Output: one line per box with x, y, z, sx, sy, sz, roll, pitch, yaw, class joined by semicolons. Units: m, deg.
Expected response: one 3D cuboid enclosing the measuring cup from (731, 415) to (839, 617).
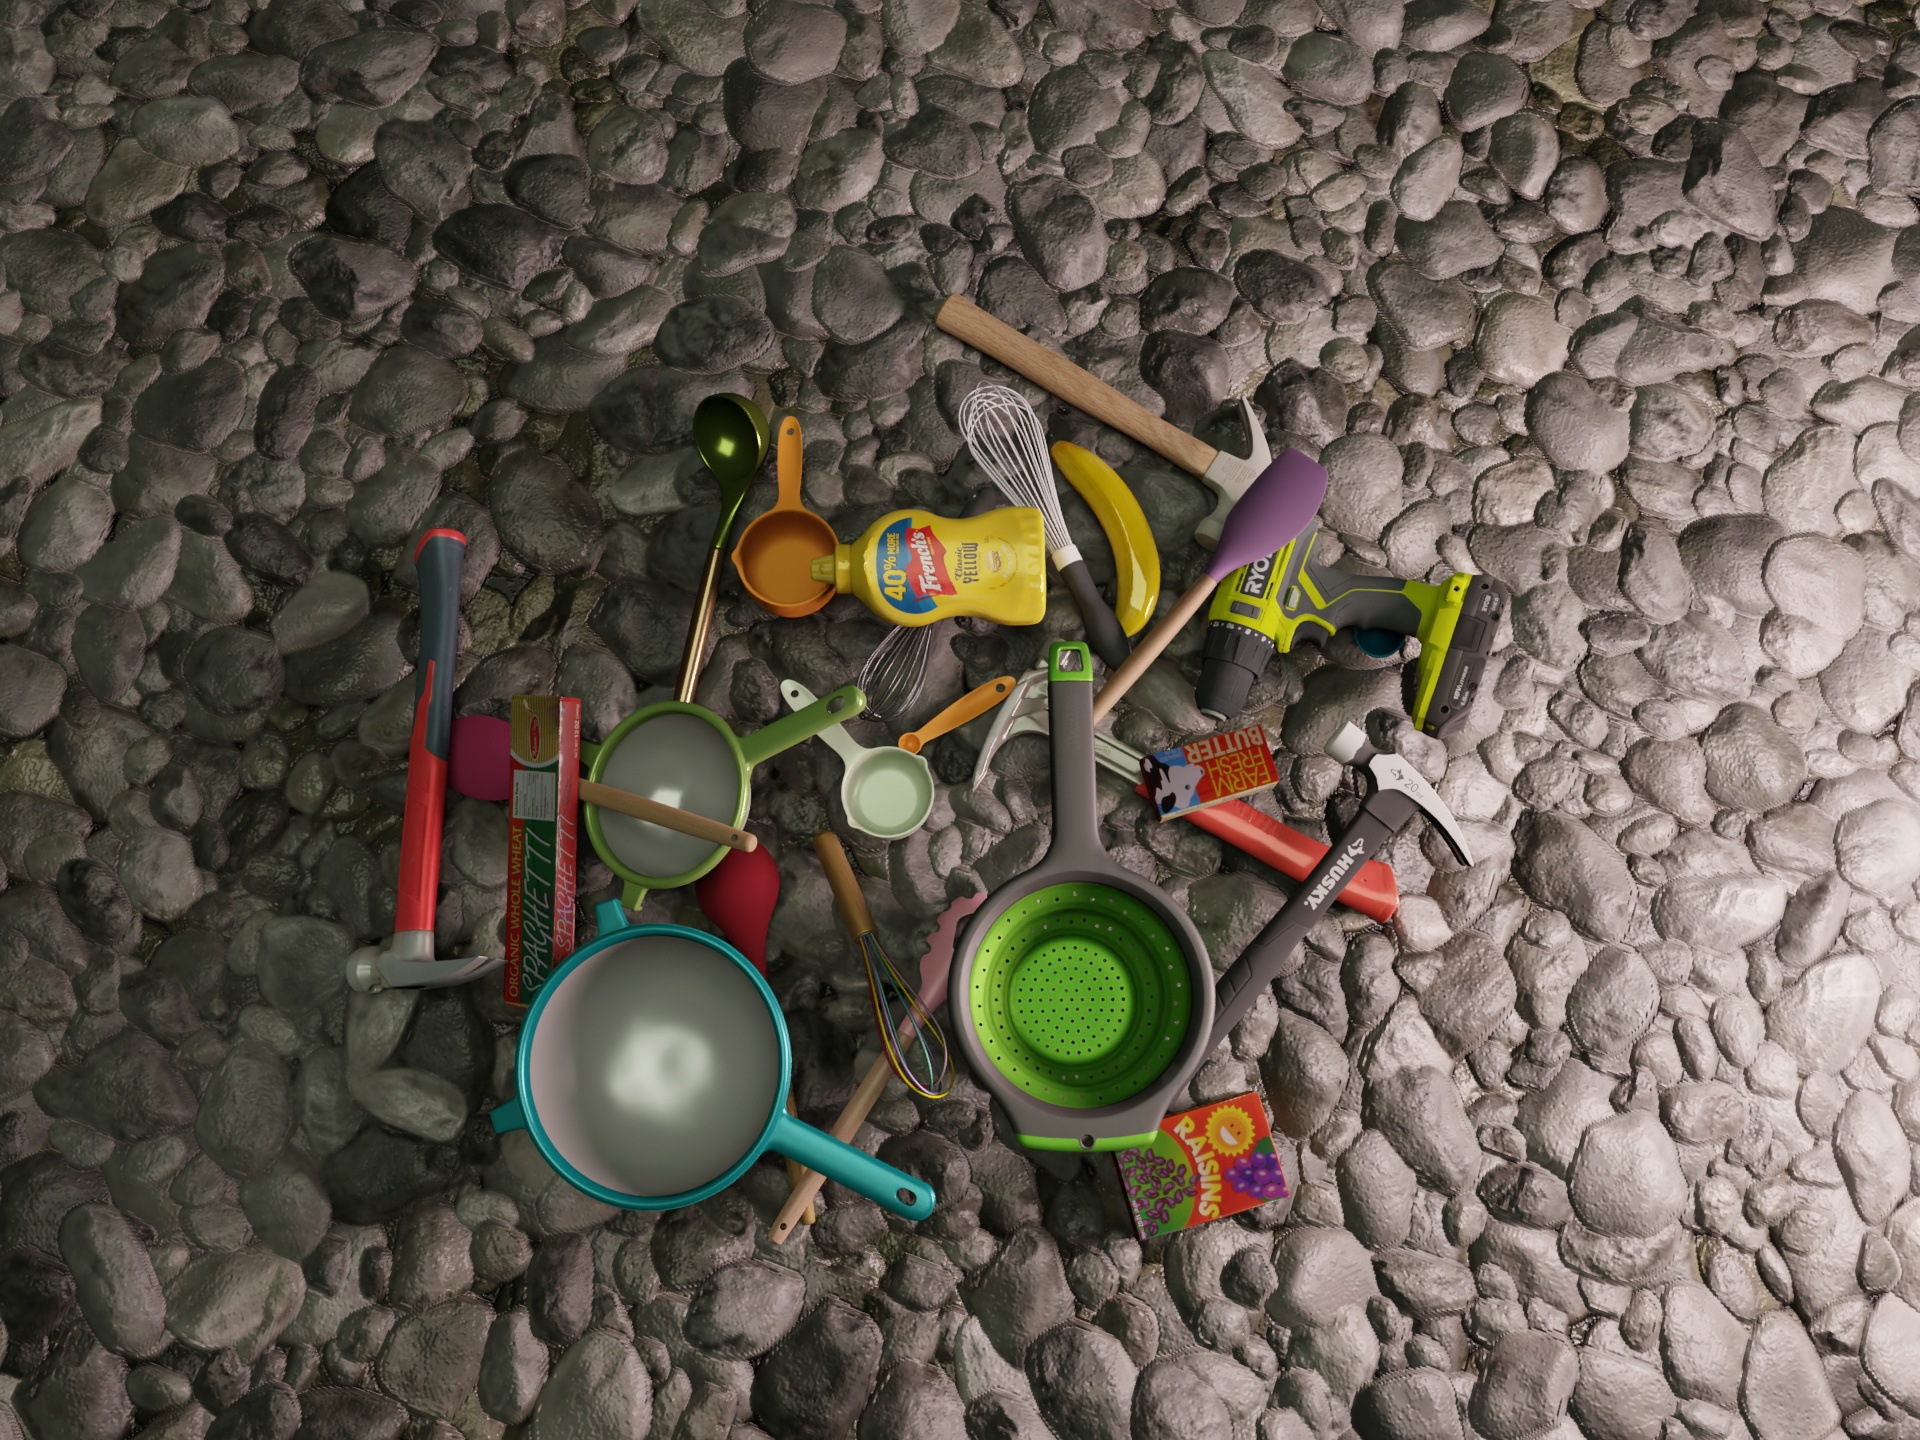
-0.145;-0.172;1.364;0.095;0.052;0.174;-1;74;-1;measuring cup

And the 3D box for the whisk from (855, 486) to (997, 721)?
-0.025;-0.100;1.351;0.055;0.055;0.239;25;73;5;whisk

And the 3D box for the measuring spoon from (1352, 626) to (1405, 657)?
0.327;-0.099;1.374;0.129;0.021;0.042;40;88;18;measuring spoon

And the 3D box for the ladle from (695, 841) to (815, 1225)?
-0.155;0.244;1.274;0.069;0.031;0.315;-13;78;-3;ladle

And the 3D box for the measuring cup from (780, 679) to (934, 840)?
-0.090;0.030;1.322;0.083;0.038;0.168;-42;78;-10;measuring cup

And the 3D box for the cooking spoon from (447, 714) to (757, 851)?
-0.299;0.056;1.272;0.319;0.017;0.069;15;80;23;cooking spoon

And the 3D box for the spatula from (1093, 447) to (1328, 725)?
0.191;-0.097;1.311;0.060;0.018;0.316;41;87;19;spatula

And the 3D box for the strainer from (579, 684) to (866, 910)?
-0.179;0.040;1.278;0.256;0.069;0.152;-27;71;13;strainer

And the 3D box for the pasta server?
-0.058;0.272;1.260;0.060;0.040;0.316;32;78;7;pasta server

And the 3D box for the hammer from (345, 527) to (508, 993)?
-0.421;0.023;1.295;0.143;0.038;0.386;-10;71;27;hammer

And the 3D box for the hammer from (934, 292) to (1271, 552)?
0.125;-0.285;1.406;0.331;0.031;0.130;32;78;7;hammer

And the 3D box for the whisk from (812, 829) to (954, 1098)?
-0.064;0.190;1.257;0.047;0.051;0.245;-18;59;-15;whisk

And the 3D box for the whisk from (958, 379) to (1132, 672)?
0.076;-0.166;1.352;0.070;0.070;0.285;-25;78;-7;whisk

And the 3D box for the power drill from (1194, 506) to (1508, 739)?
0.317;-0.067;1.319;0.228;0.080;0.190;18;82;16;power drill

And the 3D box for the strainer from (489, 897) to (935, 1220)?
-0.170;0.291;1.222;0.340;0.095;0.211;25;84;7;strainer

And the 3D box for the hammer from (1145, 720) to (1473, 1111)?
0.261;0.173;1.265;0.146;0.035;0.335;39;89;5;hammer

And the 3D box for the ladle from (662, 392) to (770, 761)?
-0.220;-0.124;1.349;0.078;0.062;0.320;3;77;38;ladle

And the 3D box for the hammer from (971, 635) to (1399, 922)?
0.191;0.075;1.316;0.359;0.036;0.149;29;78;6;hammer

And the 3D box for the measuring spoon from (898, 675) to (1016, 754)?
-0.002;-0.004;1.347;0.117;0.011;0.021;-32;79;-12;measuring spoon

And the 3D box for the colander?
0.090;0.137;1.267;0.204;0.094;0.397;-1;76;-1;colander
